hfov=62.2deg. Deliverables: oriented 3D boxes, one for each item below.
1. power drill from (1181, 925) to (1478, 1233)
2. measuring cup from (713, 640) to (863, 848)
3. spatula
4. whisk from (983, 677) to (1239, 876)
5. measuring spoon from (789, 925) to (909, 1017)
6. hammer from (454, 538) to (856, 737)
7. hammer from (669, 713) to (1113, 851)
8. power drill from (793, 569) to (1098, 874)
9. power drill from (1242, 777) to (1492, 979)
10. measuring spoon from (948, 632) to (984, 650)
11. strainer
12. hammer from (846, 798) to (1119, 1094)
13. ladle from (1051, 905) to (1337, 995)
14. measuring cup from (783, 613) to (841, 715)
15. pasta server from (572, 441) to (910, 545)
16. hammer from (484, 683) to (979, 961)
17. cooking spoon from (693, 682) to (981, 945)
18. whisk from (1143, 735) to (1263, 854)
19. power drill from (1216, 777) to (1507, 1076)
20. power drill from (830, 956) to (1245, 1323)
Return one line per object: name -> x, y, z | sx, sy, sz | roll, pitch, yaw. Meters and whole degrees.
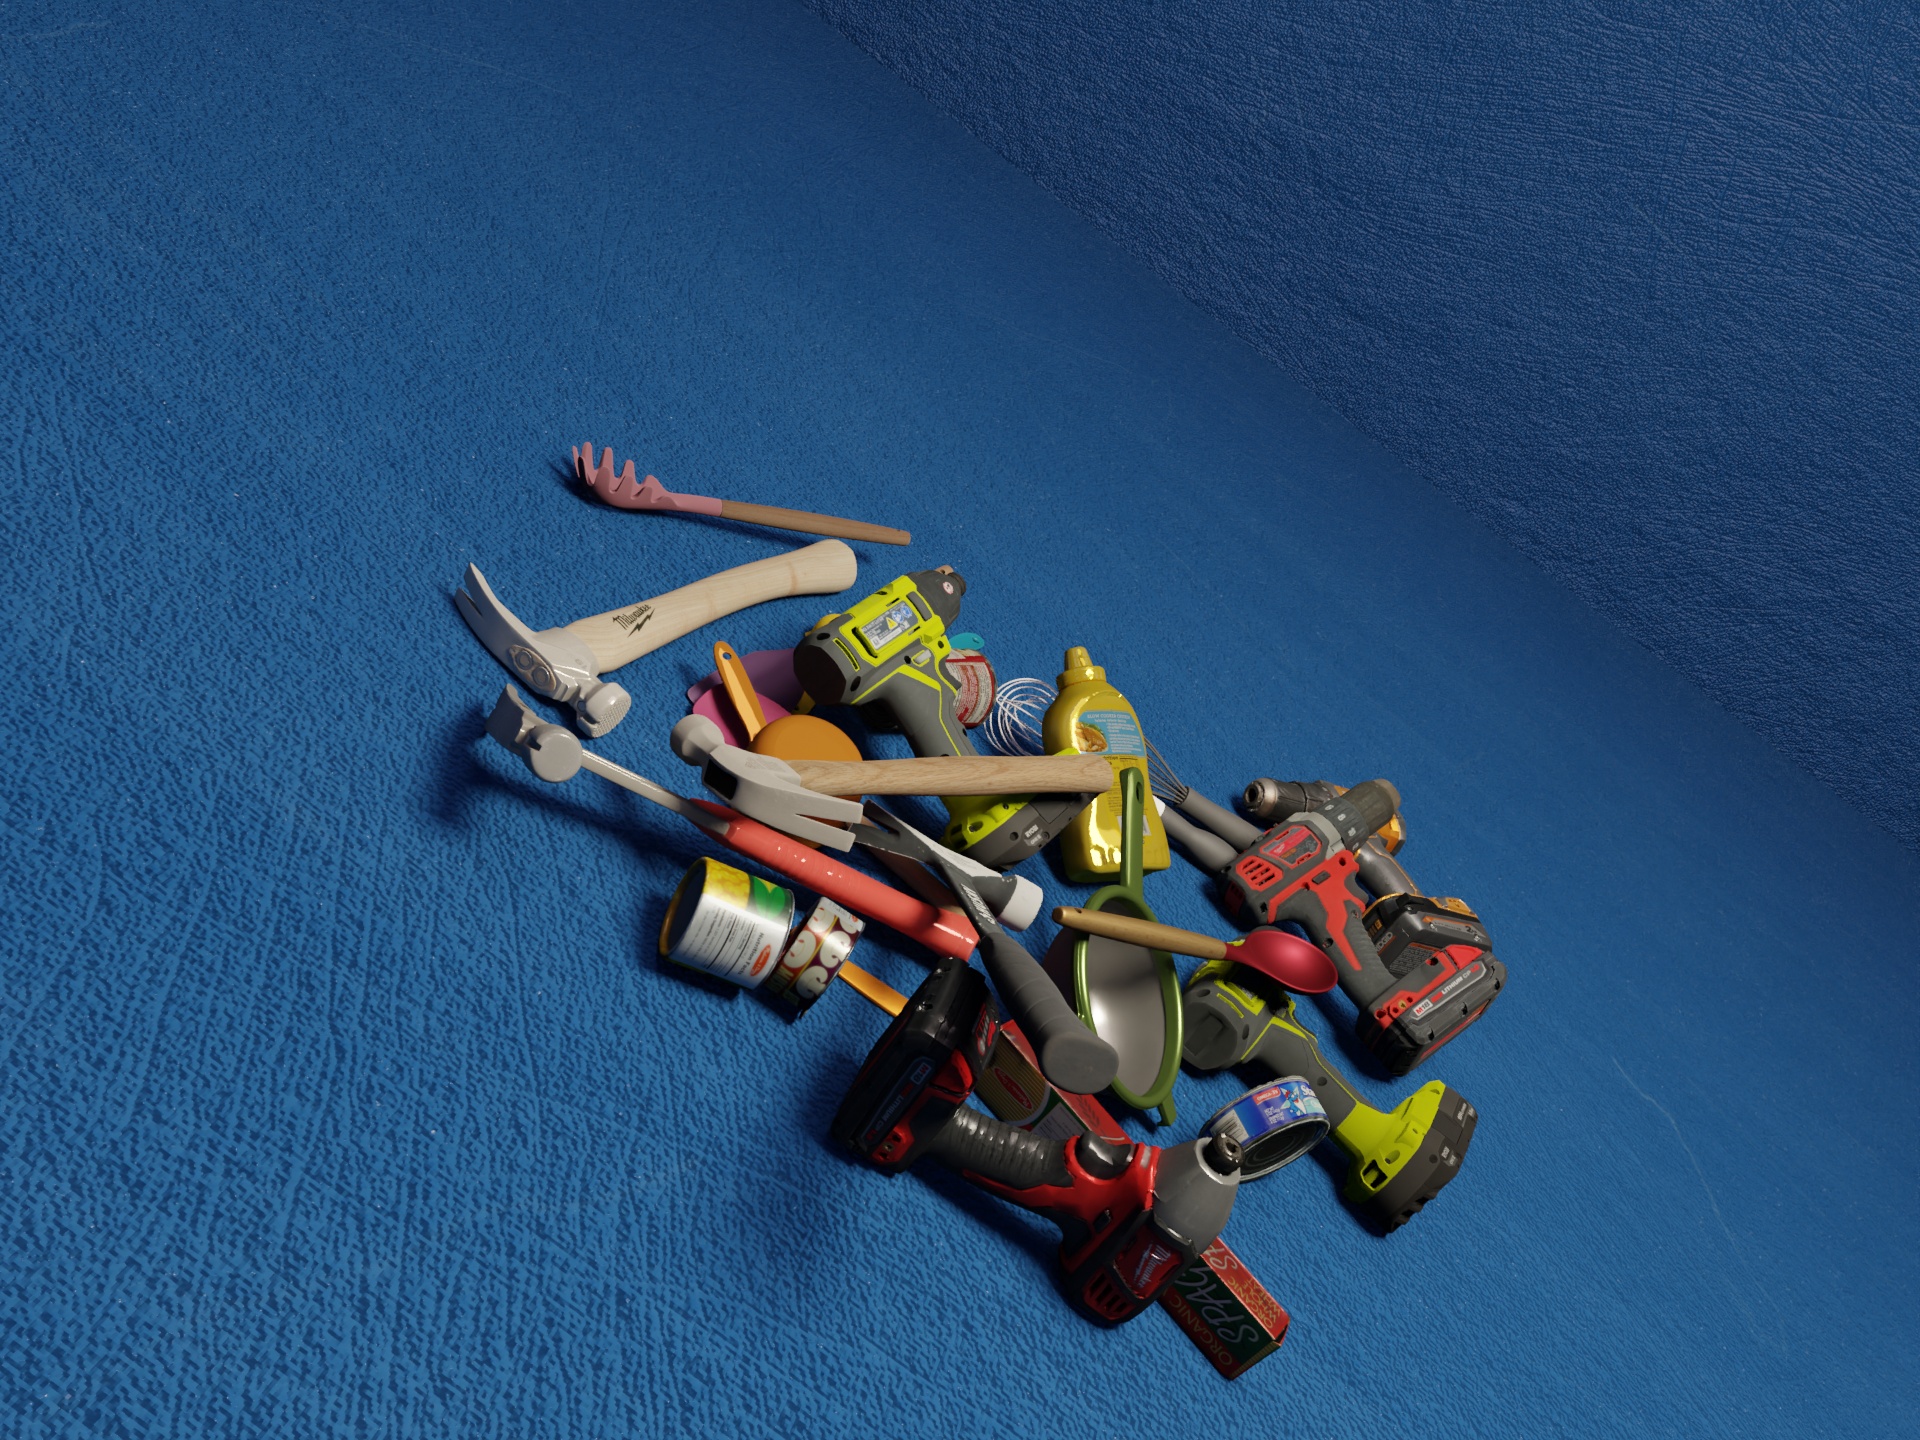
power drill -> 0.275, 0.258, 1.212 | 0.228, 0.080, 0.190 | 42, 28, 12
measuring cup -> -0.128, 0.004, 1.112 | 0.095, 0.052, 0.174 | -13, 66, -37
spatula -> -0.096, -0.064, 1.265 | 0.060, 0.018, 0.316 | 45, 42, 7
whisk -> 0.138, 0.059, 1.370 | 0.284, 0.070, 0.070 | 36, 29, -14
measuring spoon -> -0.061, 0.167, 1.033 | 0.117, 0.011, 0.021 | 36, 29, -4
hammer -> -0.205, -0.098, 1.230 | 0.146, 0.038, 0.410 | 42, 29, 9
hammer -> -0.021, 0.038, 1.060 | 0.331, 0.031, 0.130 | 1, 25, -41
power drill -> -0.002, -0.004, 1.194 | 0.223, 0.080, 0.171 | 54, 47, -1
power drill -> 0.372, 0.141, 1.486 | 0.185, 0.084, 0.226 | 16, 32, -30
measuring spoon -> -0.008, -0.060, 1.419 | 0.042, 0.021, 0.128 | 43, 20, 9
strainer -> 0.096, 0.148, 1.115 | 0.151, 0.069, 0.257 | 44, 41, -42
hammer -> 0.018, 0.127, 0.931 | 0.149, 0.036, 0.409 | 30, 3, -12
ladle -> 0.166, 0.156, 1.103 | 0.315, 0.031, 0.069 | 18, 22, -45
measuring cup -> -0.107, -0.042, 1.262 | 0.062, 0.029, 0.157 | 36, 28, -4
pasta server -> -0.177, -0.182, 1.343 | 0.316, 0.040, 0.060 | 6, 27, -33
hammer -> -0.134, 0.077, 1.027 | 0.358, 0.037, 0.149 | 29, -3, -28
cooking spoon -> -0.064, 0.084, 1.140 | 0.319, 0.017, 0.069 | 40, 48, 3
whisk -> 0.200, 0.068, 1.434 | 0.238, 0.055, 0.055 | 33, 29, -17
power drill -> 0.353, 0.163, 1.345 | 0.188, 0.080, 0.227 | -31, 62, -19
power drill -> 0.050, 0.243, 0.917 | 0.219, 0.143, 0.078 | 35, 29, -1
